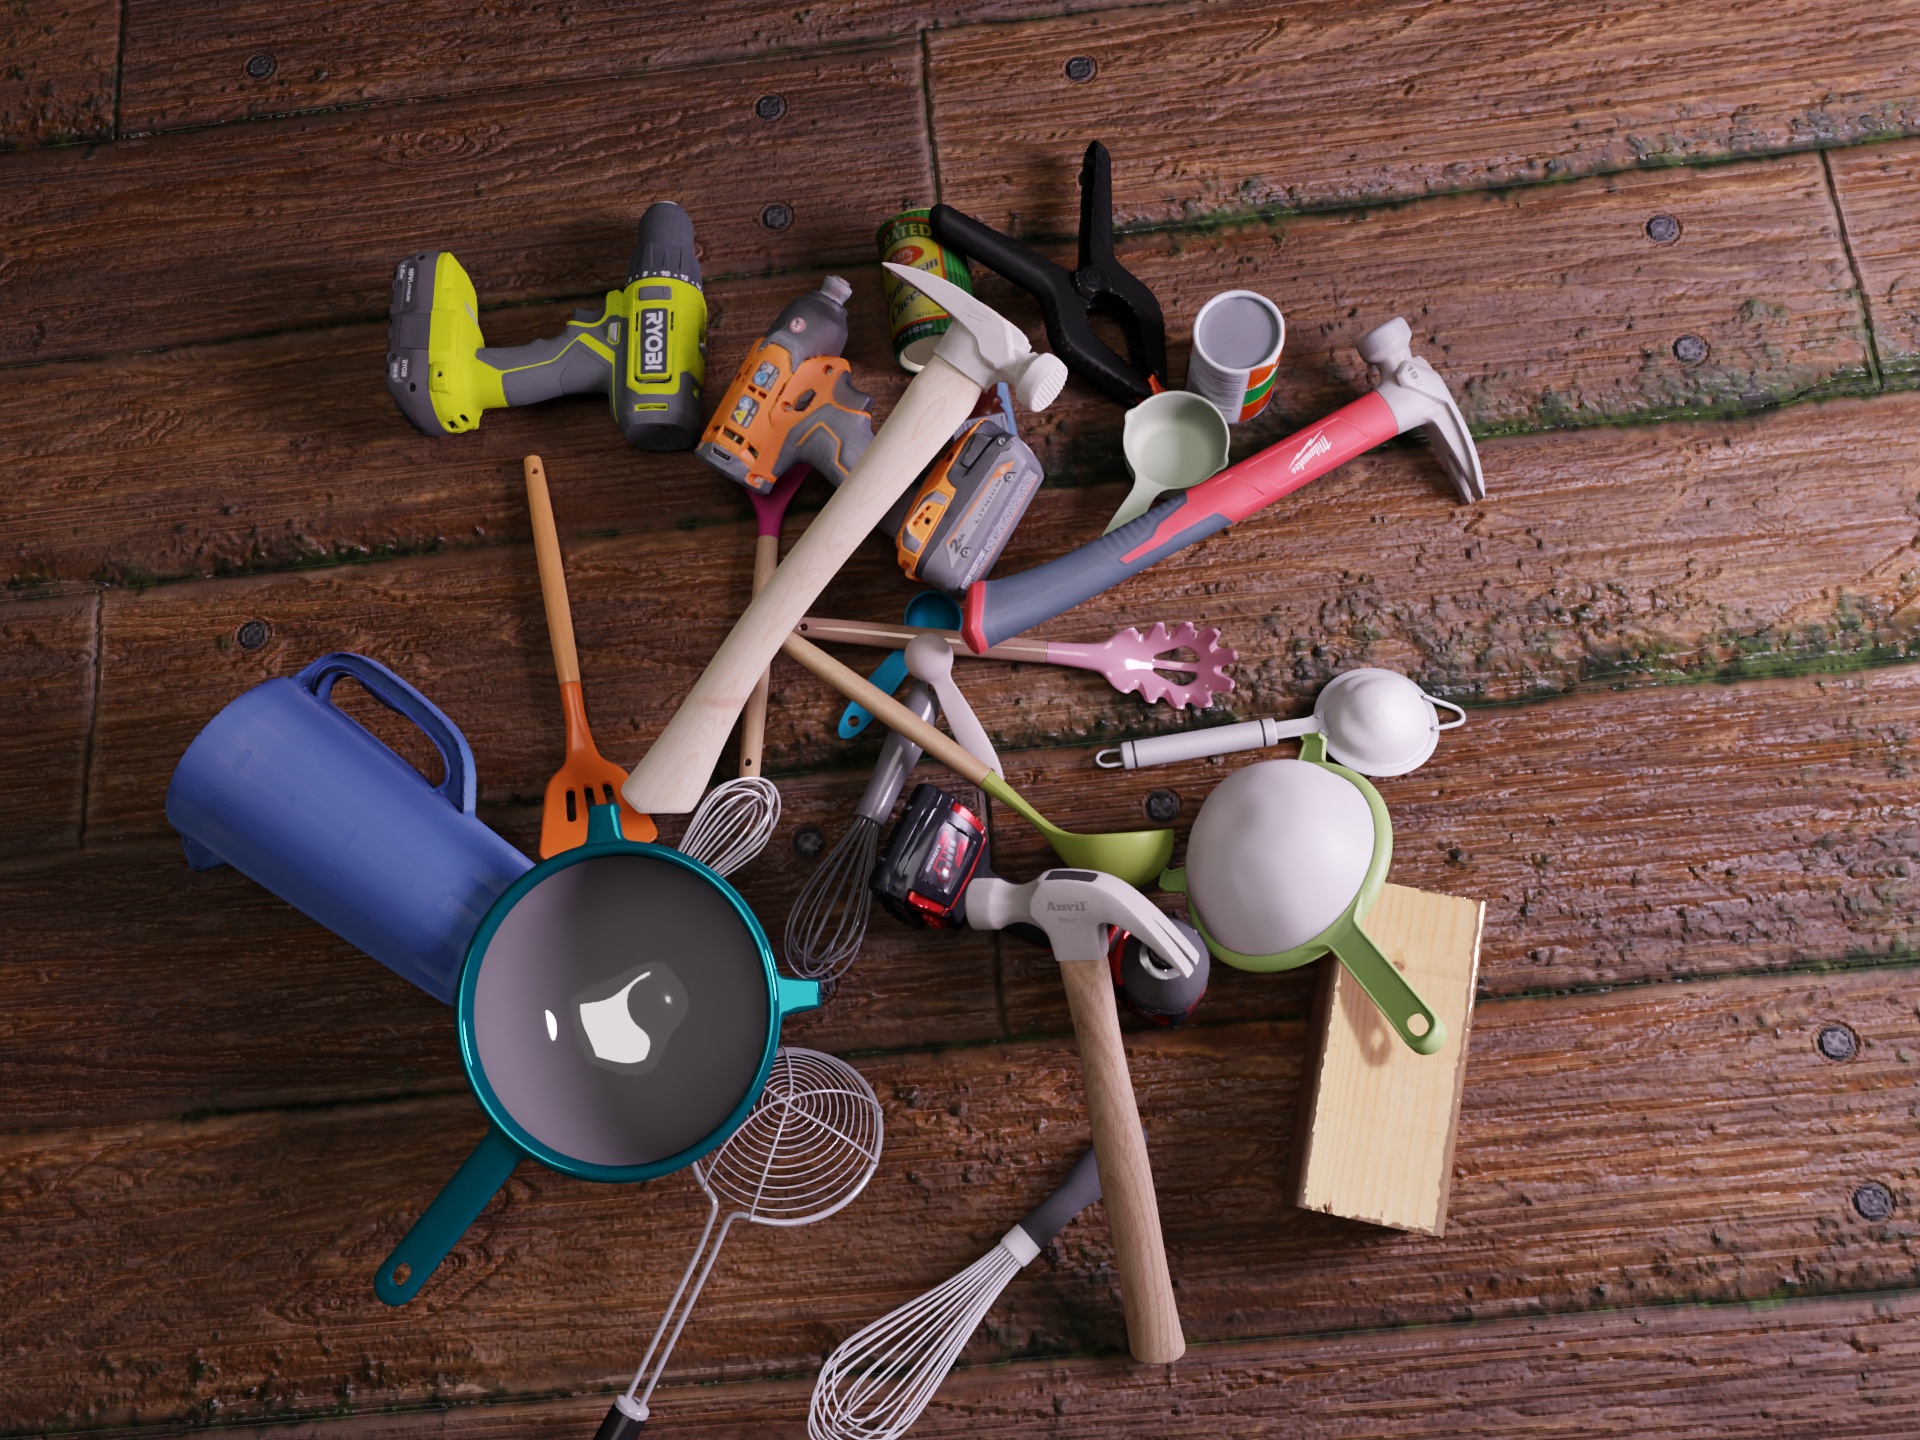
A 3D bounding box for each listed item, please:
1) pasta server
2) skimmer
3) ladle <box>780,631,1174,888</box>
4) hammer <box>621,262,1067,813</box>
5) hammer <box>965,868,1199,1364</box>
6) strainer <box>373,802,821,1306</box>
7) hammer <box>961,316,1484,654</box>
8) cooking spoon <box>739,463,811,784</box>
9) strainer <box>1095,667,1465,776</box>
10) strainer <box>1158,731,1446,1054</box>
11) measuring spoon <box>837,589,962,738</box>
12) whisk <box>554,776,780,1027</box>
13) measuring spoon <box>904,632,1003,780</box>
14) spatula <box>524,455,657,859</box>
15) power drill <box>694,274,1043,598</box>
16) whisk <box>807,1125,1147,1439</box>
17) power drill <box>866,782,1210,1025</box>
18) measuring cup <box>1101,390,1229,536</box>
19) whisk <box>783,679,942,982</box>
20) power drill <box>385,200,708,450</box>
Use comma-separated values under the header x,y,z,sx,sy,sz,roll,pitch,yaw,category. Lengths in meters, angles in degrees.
x,y,z,sx,sy,sz,roll,pitch,yaw,category
0.033,-0.051,1.117,0.316,0.040,0.060,6,91,1,pasta server
-0.172,0.386,1.038,0.127,0.090,0.363,26,89,19,skimmer
0.002,0.014,1.083,0.320,0.078,0.062,35,90,8,ladle
-0.107,-0.111,1.074,0.146,0.038,0.410,39,97,16,hammer
0.097,0.246,0.969,0.130,0.031,0.331,-5,106,24,hammer
-0.249,0.234,1.031,0.211,0.095,0.340,39,91,10,strainer
0.179,-0.134,1.107,0.386,0.038,0.143,-29,90,-9,hammer
-0.144,-0.109,1.169,0.069,0.017,0.319,2,75,3,cooking spoon
0.221,0.007,1.100,0.258,0.050,0.087,-10,59,5,strainer
0.209,0.106,0.975,0.151,0.069,0.257,-45,34,10,strainer
-0.046,-0.038,1.147,0.042,0.021,0.128,38,90,1,measuring spoon
-0.213,0.136,1.101,0.246,0.059,0.058,-49,41,-4,whisk
-0.002,-0.004,1.107,0.034,0.018,0.124,-27,98,9,measuring spoon
-0.287,-0.052,1.154,0.081,0.041,0.323,-9,73,-14,spatula
-0.058,-0.203,1.125,0.226,0.084,0.164,31,96,12,power drill
0.014,0.358,1.018,0.284,0.070,0.070,-41,76,-11,whisk
0.057,0.127,1.029,0.220,0.143,0.078,24,76,12,power drill
0.133,-0.159,1.151,0.083,0.038,0.167,29,82,11,measuring cup
-0.060,0.069,1.104,0.055,0.055,0.239,21,74,9,whisk
-0.304,-0.299,1.202,0.228,0.080,0.191,-2,76,1,power drill
